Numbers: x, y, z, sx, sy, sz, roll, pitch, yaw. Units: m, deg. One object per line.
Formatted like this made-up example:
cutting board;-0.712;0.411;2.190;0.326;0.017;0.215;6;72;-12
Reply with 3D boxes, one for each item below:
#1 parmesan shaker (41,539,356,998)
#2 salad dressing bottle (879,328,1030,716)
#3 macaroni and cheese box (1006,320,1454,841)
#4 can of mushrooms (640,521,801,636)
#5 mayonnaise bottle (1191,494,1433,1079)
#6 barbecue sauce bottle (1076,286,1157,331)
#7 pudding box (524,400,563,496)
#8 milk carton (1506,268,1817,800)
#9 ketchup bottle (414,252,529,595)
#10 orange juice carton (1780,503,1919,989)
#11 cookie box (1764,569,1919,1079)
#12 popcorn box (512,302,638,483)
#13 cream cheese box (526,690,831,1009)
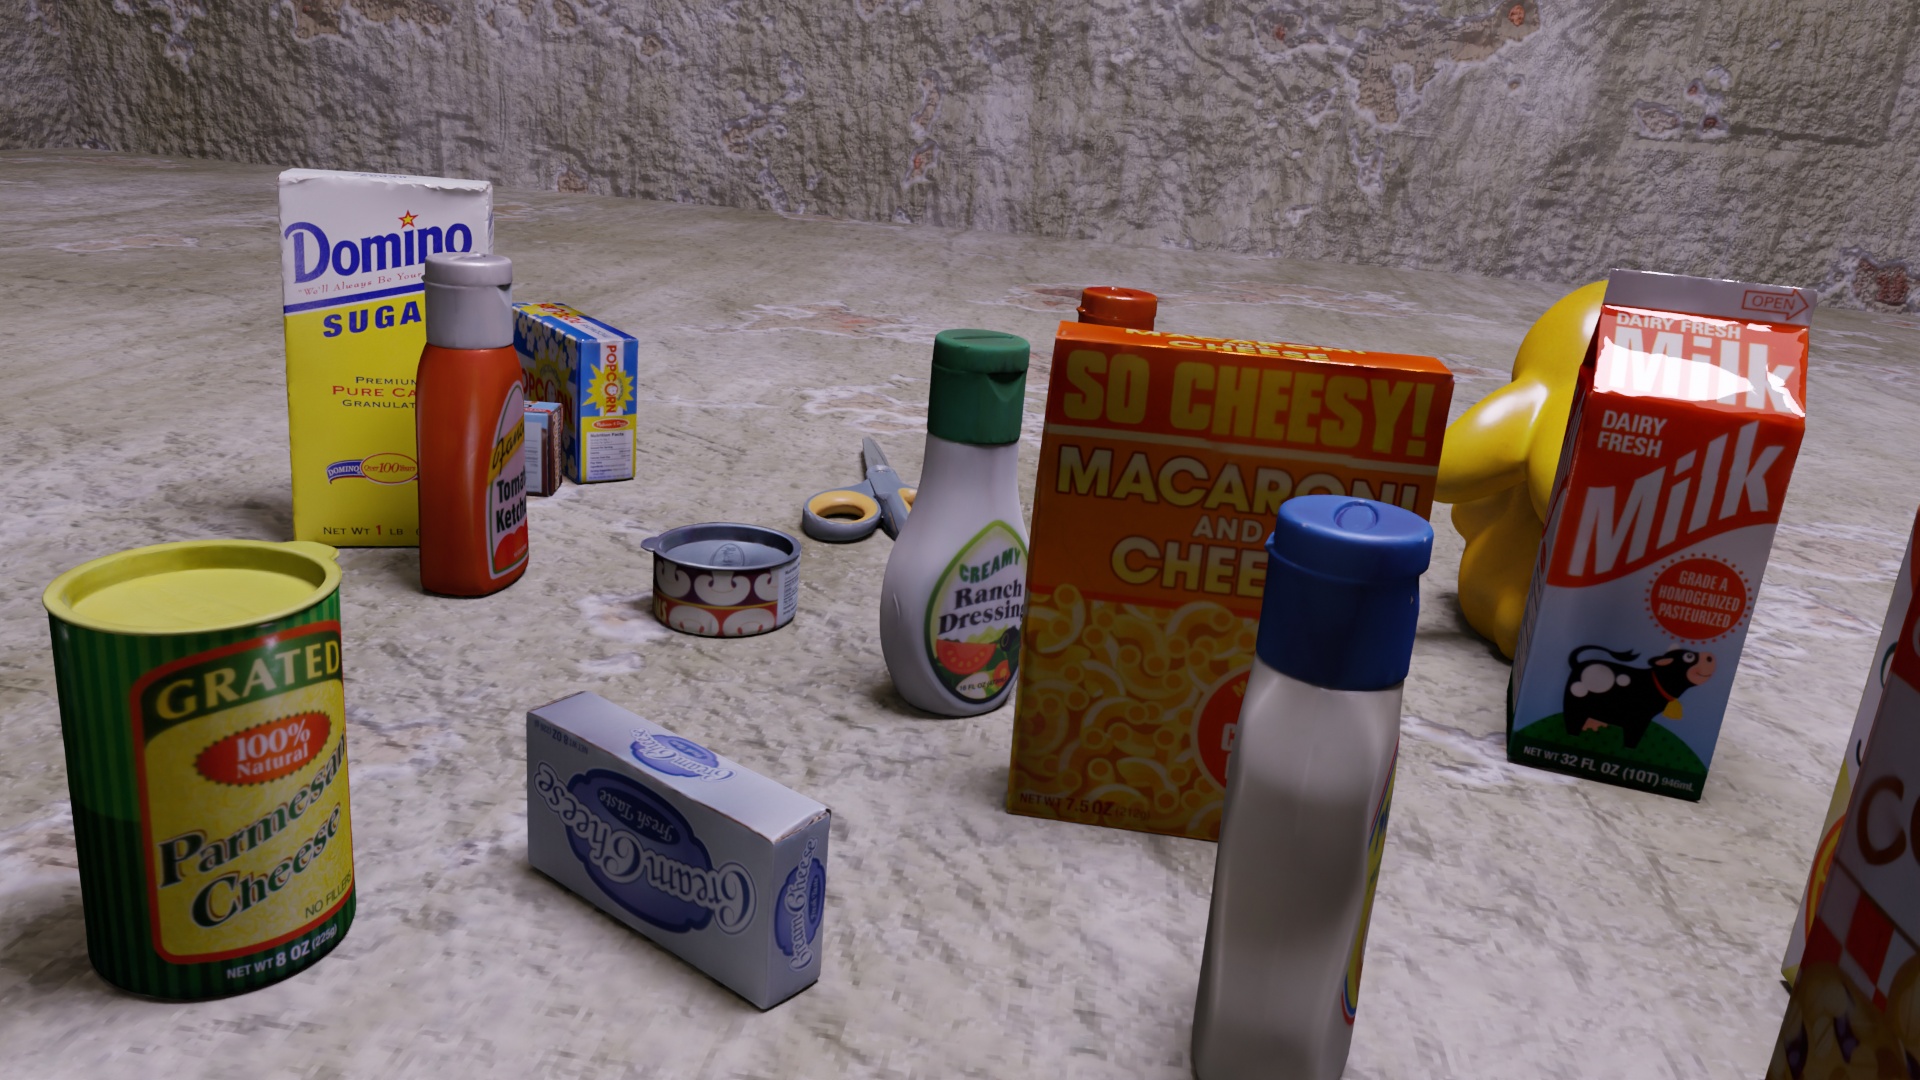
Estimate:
parmesan shaker;-0.195;0.058;0.369;0.071;0.102;0.071;4;18;-1
salad dressing bottle;0.002;-0.007;0.542;0.064;0.147;0.044;-8;22;-35
macaroni and cheese box;0.084;0.016;0.462;0.124;0.165;0.040;6;18;6
can of mushrooms;-0.108;0.017;0.627;0.071;0.033;0.071;4;18;-1
mayonnaise bottle;0.087;0.064;0.348;0.041;0.147;0.065;11;19;18
barbecue sauce bottle;0.070;-0.049;0.684;0.044;0.148;0.065;2;18;-9
pudding box;-0.267;-0.054;0.776;0.084;0.049;0.030;4;18;-3
milk carton;0.267;-0.006;0.536;0.072;0.189;0.074;11;19;18
ketchup bottle;-0.221;-0.053;0.627;0.043;0.148;0.065;5;18;1
orange juice carton;0.282;0.055;0.351;0.072;0.192;0.073;7;18;6
cookie box;0.198;0.098;0.241;0.040;0.166;0.123;5;18;2
popcorn box;-0.237;-0.092;0.842;0.038;0.085;0.127;-8;22;-34
cream cheese box;-0.082;0.085;0.394;0.104;0.053;0.024;17;22;34
